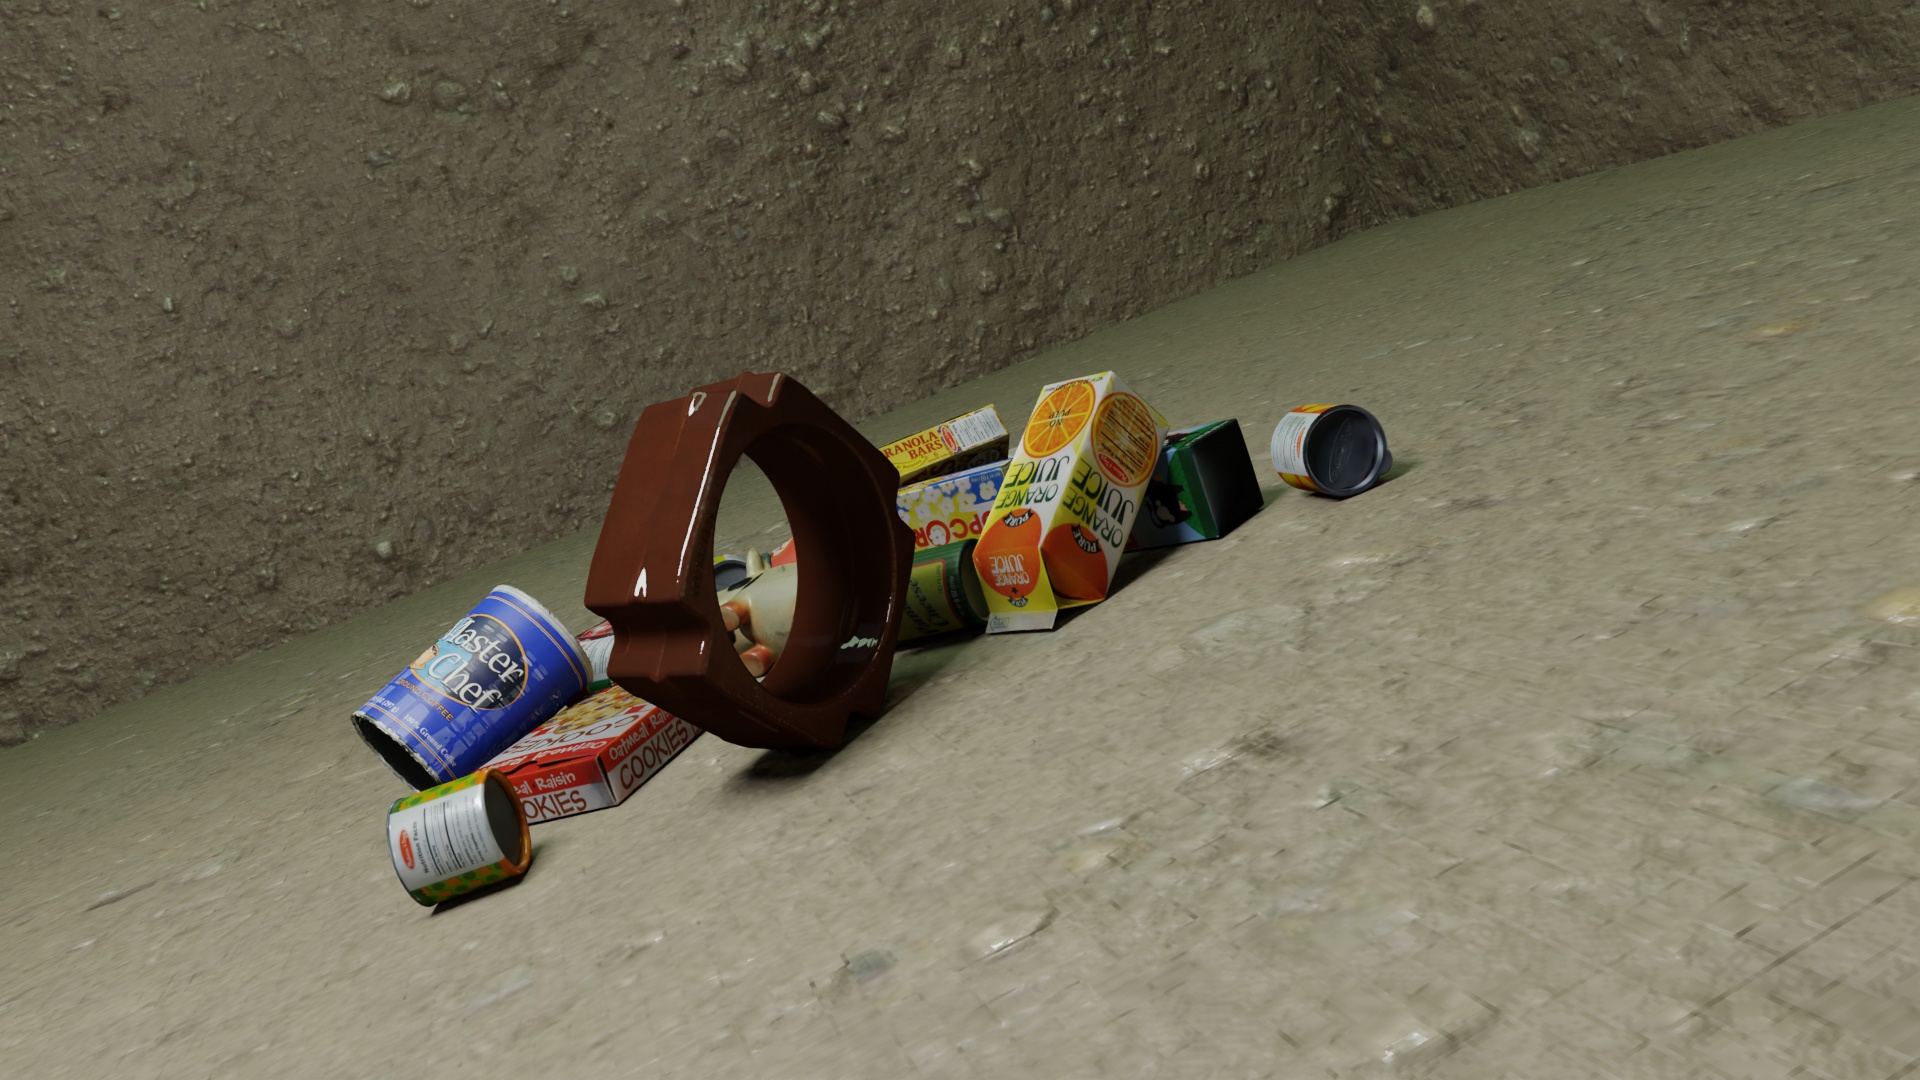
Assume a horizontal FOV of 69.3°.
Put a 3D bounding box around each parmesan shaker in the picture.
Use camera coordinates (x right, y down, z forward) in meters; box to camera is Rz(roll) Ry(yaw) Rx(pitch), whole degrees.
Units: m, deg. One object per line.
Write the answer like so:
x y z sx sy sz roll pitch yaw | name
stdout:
-0.029 0.037 1.015 0.103 0.071 0.071 -14 11 29 | parmesan shaker

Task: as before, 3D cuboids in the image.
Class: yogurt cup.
-0.156 0.031 1.314 0.054 0.072 0.072 -27 9 8 | yogurt cup

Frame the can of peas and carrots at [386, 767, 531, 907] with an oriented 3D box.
-0.292 0.173 0.817 0.059 0.071 0.071 -19 10 0 | can of peas and carrots

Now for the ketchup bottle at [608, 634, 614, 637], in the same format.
-0.291 0.100 1.264 0.149 0.043 0.065 -21 10 -6 | ketchup bottle

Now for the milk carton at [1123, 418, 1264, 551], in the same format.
0.132 -0.036 1.092 0.190 0.073 0.073 -10 14 46 | milk carton

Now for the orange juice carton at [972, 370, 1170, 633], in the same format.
0.074 -0.020 0.986 0.071 0.073 0.193 -7 53 50 | orange juice carton

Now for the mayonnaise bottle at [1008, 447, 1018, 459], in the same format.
0.094 -0.060 1.335 0.041 0.064 0.148 -30 18 -35 | mayonnaise bottle

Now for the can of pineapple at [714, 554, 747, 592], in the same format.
-0.223 0.050 1.338 0.071 0.071 0.058 -22 9 -12 | can of pineapple

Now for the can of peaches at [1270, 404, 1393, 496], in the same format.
0.271 -0.066 1.019 0.071 0.071 0.058 -21 10 -9 | can of peaches

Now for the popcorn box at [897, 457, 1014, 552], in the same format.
0.004 -0.015 1.190 0.126 0.085 0.038 -13 13 32 | popcorn box

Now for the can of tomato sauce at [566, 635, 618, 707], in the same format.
-0.268 0.108 1.118 0.083 0.071 0.071 -14 11 27 | can of tomato sauce

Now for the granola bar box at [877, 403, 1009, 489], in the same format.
-0.019 -0.051 1.306 0.124 0.039 0.164 -22 -25 -12 | granola bar box

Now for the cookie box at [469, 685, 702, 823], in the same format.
-0.253 0.142 0.976 0.123 0.040 0.168 -16 11 22 | cookie box
